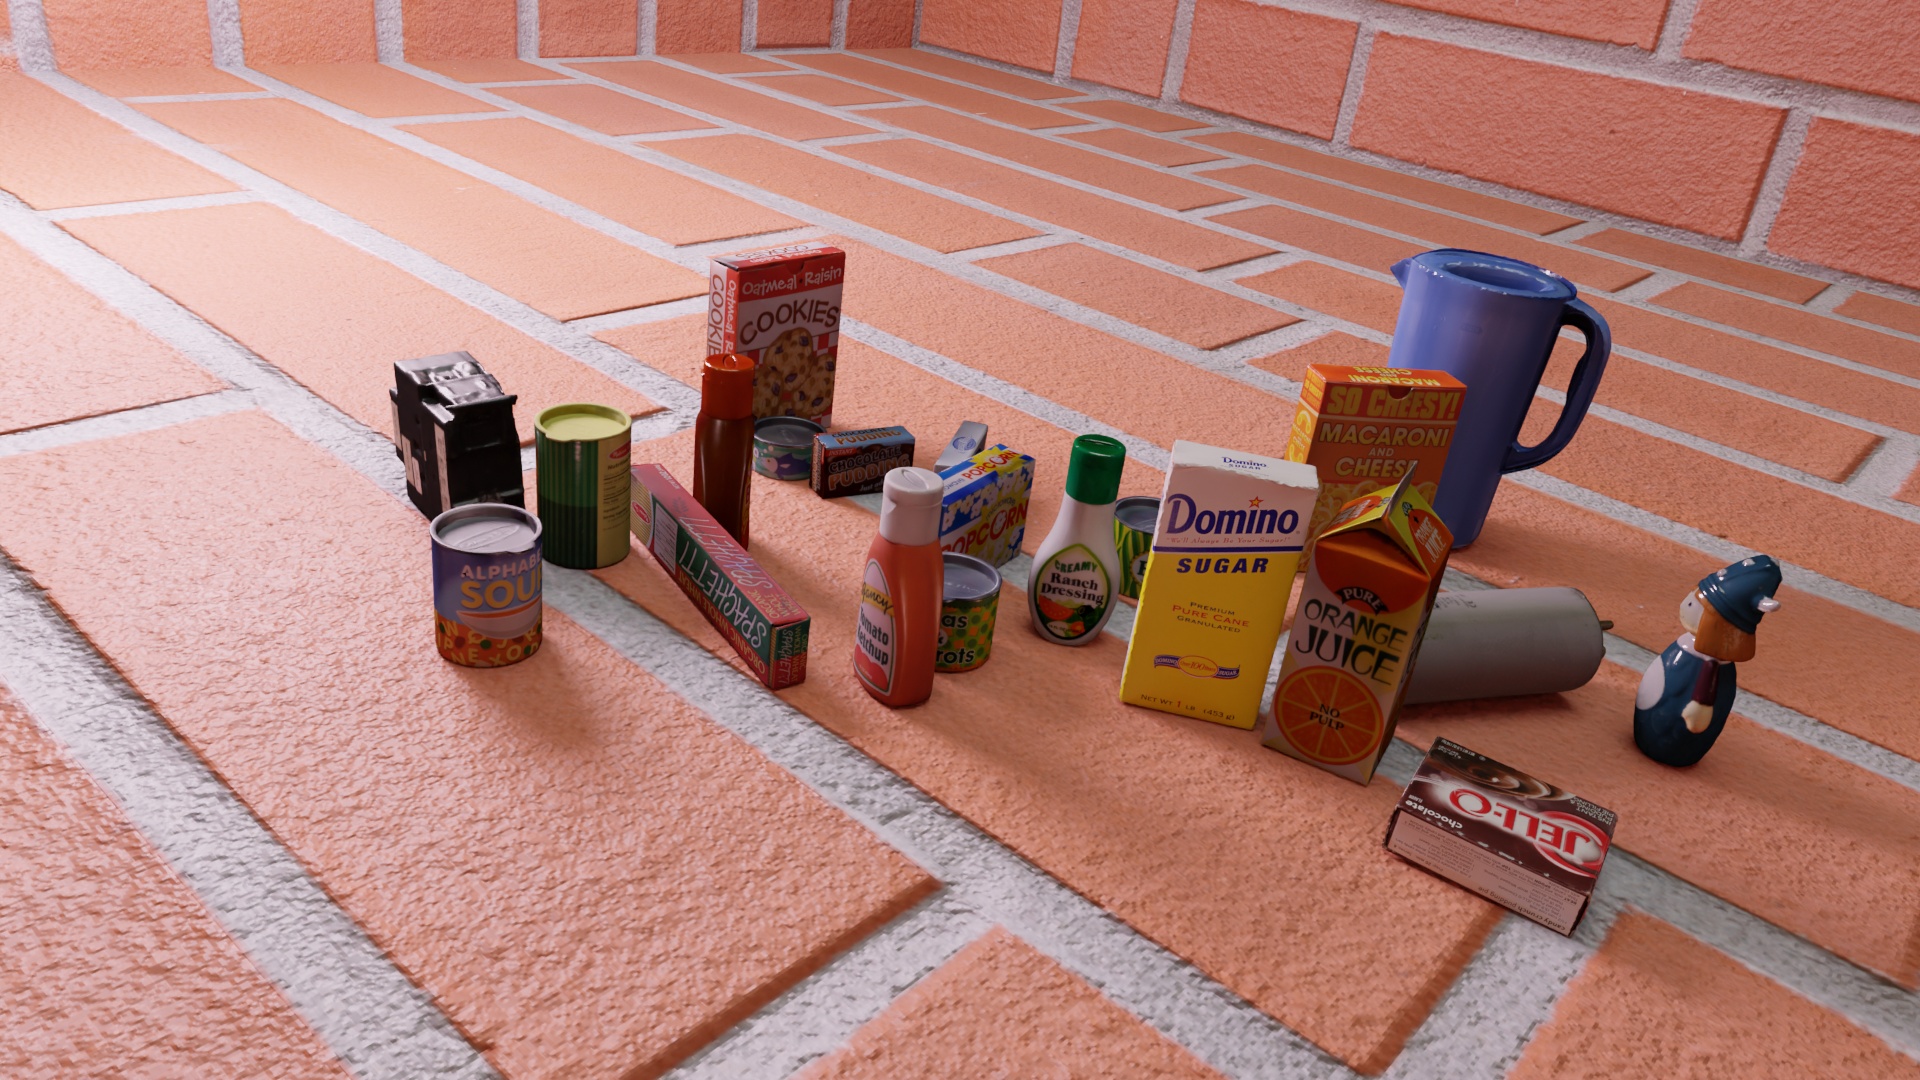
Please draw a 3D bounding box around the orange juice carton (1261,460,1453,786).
[{"bbox_3d":[0.252,0.047,0.866,0.073,0.191,0.072,20,29,23],"label":"orange juice carton"}]

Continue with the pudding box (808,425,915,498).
[{"bbox_3d":[-0.081,-0.066,1.156,0.084,0.049,0.030,-8,30,-28],"label":"pudding box"}]

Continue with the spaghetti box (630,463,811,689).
[{"bbox_3d":[-0.174,0.018,0.963,0.029,0.050,0.251,-11,32,-33],"label":"spaghetti box"}]

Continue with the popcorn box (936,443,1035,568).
[{"bbox_3d":[0.004,-0.013,1.035,0.038,0.084,0.127,22,30,27],"label":"popcorn box"}]

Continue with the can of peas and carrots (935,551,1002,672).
[{"bbox_3d":[-0.009,0.049,0.938,0.071,0.058,0.071,6,27,-3],"label":"can of peas and carrots"}]

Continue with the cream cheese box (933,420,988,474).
[{"bbox_3d":[-0.001,-0.057,1.155,0.024,0.053,0.104,12,27,9],"label":"cream cheese box"}]

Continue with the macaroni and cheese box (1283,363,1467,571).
[{"bbox_3d":[0.322,-0.055,1.114,0.124,0.165,0.040,1,27,-14],"label":"macaroni and cheese box"}]

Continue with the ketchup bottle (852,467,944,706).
[{"bbox_3d":[-0.036,0.028,0.873,0.044,0.148,0.065,-10,31,-31],"label":"ketchup bottle"}]

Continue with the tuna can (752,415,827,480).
[{"bbox_3d":[-0.149,-0.079,1.180,0.071,0.032,0.071,6,27,-3],"label":"tuna can"}]

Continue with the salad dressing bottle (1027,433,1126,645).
[{"bbox_3d":[0.084,0.000,0.962,0.064,0.147,0.044,11,26,6],"label":"salad dressing bottle"}]

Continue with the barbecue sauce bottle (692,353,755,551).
[{"bbox_3d":[-0.172,-0.061,1.011,0.044,0.147,0.065,2,27,-11],"label":"barbecue sauce bottle"}]

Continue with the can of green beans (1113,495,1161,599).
[{"bbox_3d":[0.144,0.006,1.066,0.071,0.057,0.071,6,27,-3],"label":"can of green beans"}]

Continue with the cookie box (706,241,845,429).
[{"bbox_3d":[-0.160,-0.168,1.204,0.040,0.166,0.123,27,32,33],"label":"cookie box"}]

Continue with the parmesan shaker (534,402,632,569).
[{"bbox_3d":[-0.270,-0.038,0.989,0.071,0.102,0.071,6,26,-3],"label":"parmesan shaker"}]

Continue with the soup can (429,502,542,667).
[{"bbox_3d":[-0.295,0.029,0.872,0.071,0.083,0.071,6,27,-3],"label":"soup can"}]
